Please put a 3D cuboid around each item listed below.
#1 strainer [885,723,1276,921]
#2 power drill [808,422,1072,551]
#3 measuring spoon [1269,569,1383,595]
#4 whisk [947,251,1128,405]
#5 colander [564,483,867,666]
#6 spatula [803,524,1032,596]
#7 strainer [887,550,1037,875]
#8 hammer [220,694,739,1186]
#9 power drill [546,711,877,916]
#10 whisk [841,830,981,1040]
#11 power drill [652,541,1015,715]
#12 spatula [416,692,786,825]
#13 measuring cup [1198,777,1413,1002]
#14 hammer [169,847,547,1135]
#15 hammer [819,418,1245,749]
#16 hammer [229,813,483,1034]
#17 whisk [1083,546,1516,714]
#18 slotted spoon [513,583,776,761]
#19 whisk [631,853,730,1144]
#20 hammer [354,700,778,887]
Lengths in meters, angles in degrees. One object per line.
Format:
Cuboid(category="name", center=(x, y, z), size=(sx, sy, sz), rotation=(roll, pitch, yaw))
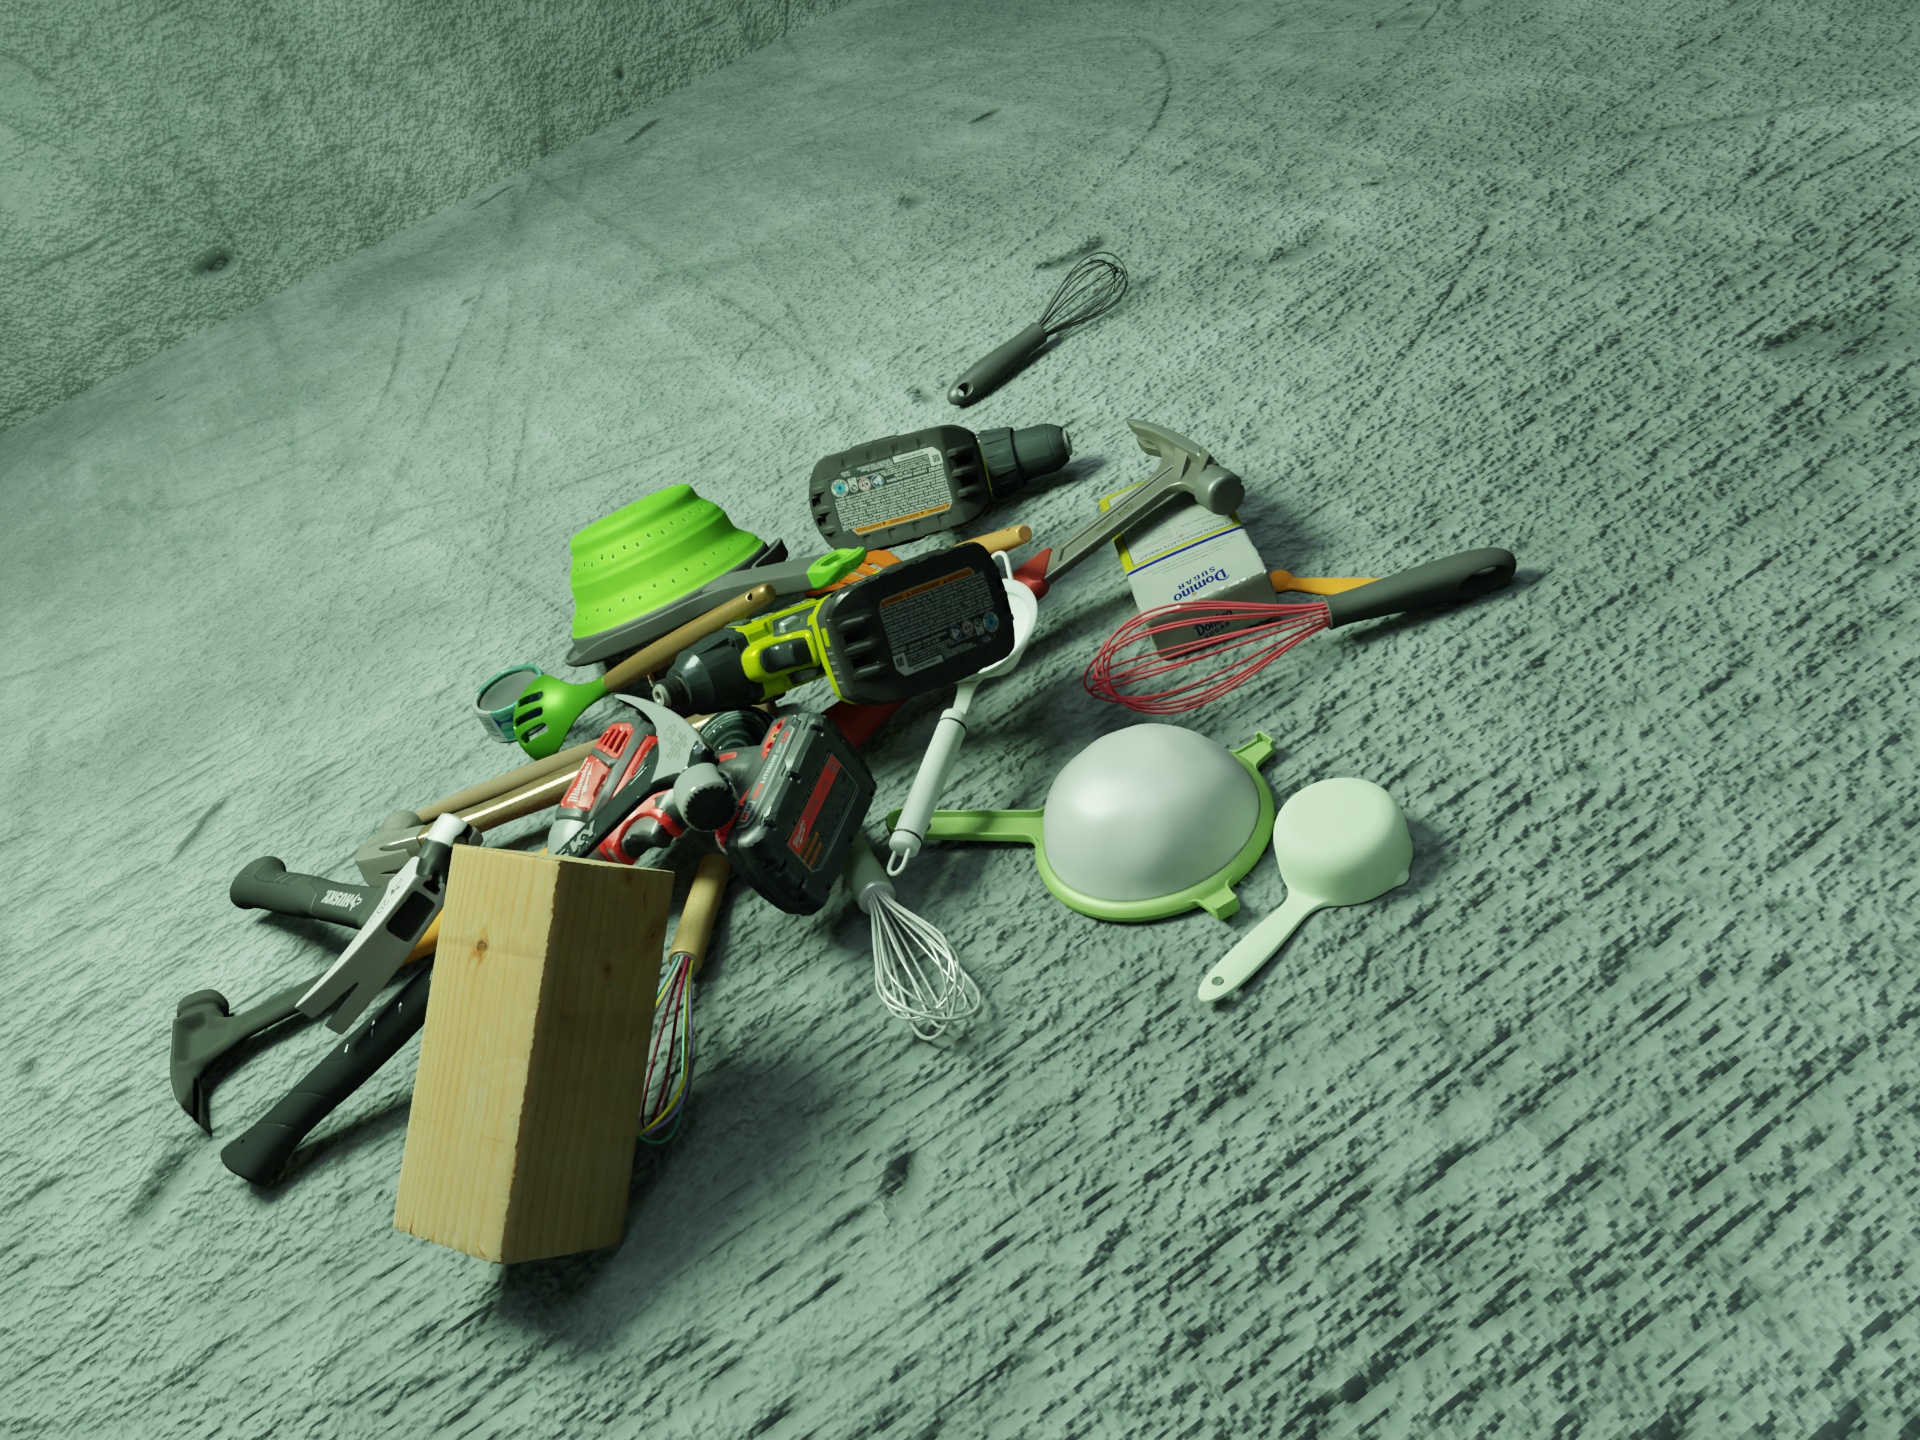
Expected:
Cuboid(category="strainer", center=(0.062, 0.047, 0.985), size=(0.256, 0.069, 0.152), rotation=(-2, 41, 25))
Cuboid(category="power drill", center=(-0.014, -0.195, 1.277), size=(0.190, 0.080, 0.228), rotation=(-13, 9, 14))
Cuboid(category="measuring spoon", center=(0.267, -0.096, 1.105), size=(0.117, 0.011, 0.021), rotation=(7, 45, 35))
Cuboid(category="whisk", center=(0.074, -0.380, 1.549), size=(0.239, 0.055, 0.055), rotation=(-41, 39, -18))
Cuboid(category="colander", center=(-0.204, -0.134, 1.239), size=(0.204, 0.094, 0.397), rotation=(-36, 19, -31))
Cuboid(category="spatula", center=(-0.030, -0.126, 1.227), size=(0.081, 0.041, 0.323), rotation=(-40, 13, -22))
Cuboid(category="strainer", center=(-0.002, -0.003, 1.046), size=(0.087, 0.050, 0.259), rotation=(-7, 46, 35))
Cuboid(category="hammer", center=(-0.311, 0.144, 0.997), size=(0.409, 0.036, 0.149), rotation=(-43, 39, 3))
Cuboid(category="power drill", center=(-0.176, 0.064, 1.035), size=(0.220, 0.078, 0.143), rotation=(-2, 50, 35))
Cuboid(category="whisk", center=(-0.048, 0.114, 0.987), size=(0.059, 0.057, 0.247), rotation=(3, 25, -23))
Cuboid(category="power drill", center=(-0.087, -0.049, 1.043), size=(0.171, 0.080, 0.223), rotation=(-24, 10, -38))
Cuboid(category="spatula", center=(-0.285, 0.023, 1.233), size=(0.316, 0.059, 0.018), rotation=(-21, 60, 11))
Cuboid(category="measuring cup", center=(0.184, 0.091, 0.885), size=(0.167, 0.038, 0.083), rotation=(-40, 39, -25))
Cuboid(category="hammer", center=(-0.393, 0.162, 1.118), size=(0.337, 0.034, 0.127), rotation=(-28, 35, -7))
Cuboid(category="hammer", center=(0.031, -0.092, 1.163), size=(0.359, 0.036, 0.149), rotation=(-37, 34, -4))
Cuboid(category="hammer", center=(-0.447, 0.129, 1.105), size=(0.335, 0.035, 0.146), rotation=(-2, 52, 50))
Cuboid(category="whisk", center=(0.223, -0.065, 1.053), size=(0.296, 0.073, 0.073), rotation=(-16, 36, 2))
Cuboid(category="slotted spoon", center=(-0.248, -0.040, 1.199), size=(0.314, 0.031, 0.070), rotation=(-24, 72, 36))
Cuboid(category="whisk", center=(-0.172, 0.165, 0.988), size=(0.047, 0.051, 0.245), rotation=(-47, 19, 29))
Cuboid(category="hammer", center=(-0.293, 0.048, 1.181), size=(0.331, 0.031, 0.130), rotation=(-22, 18, 2))
